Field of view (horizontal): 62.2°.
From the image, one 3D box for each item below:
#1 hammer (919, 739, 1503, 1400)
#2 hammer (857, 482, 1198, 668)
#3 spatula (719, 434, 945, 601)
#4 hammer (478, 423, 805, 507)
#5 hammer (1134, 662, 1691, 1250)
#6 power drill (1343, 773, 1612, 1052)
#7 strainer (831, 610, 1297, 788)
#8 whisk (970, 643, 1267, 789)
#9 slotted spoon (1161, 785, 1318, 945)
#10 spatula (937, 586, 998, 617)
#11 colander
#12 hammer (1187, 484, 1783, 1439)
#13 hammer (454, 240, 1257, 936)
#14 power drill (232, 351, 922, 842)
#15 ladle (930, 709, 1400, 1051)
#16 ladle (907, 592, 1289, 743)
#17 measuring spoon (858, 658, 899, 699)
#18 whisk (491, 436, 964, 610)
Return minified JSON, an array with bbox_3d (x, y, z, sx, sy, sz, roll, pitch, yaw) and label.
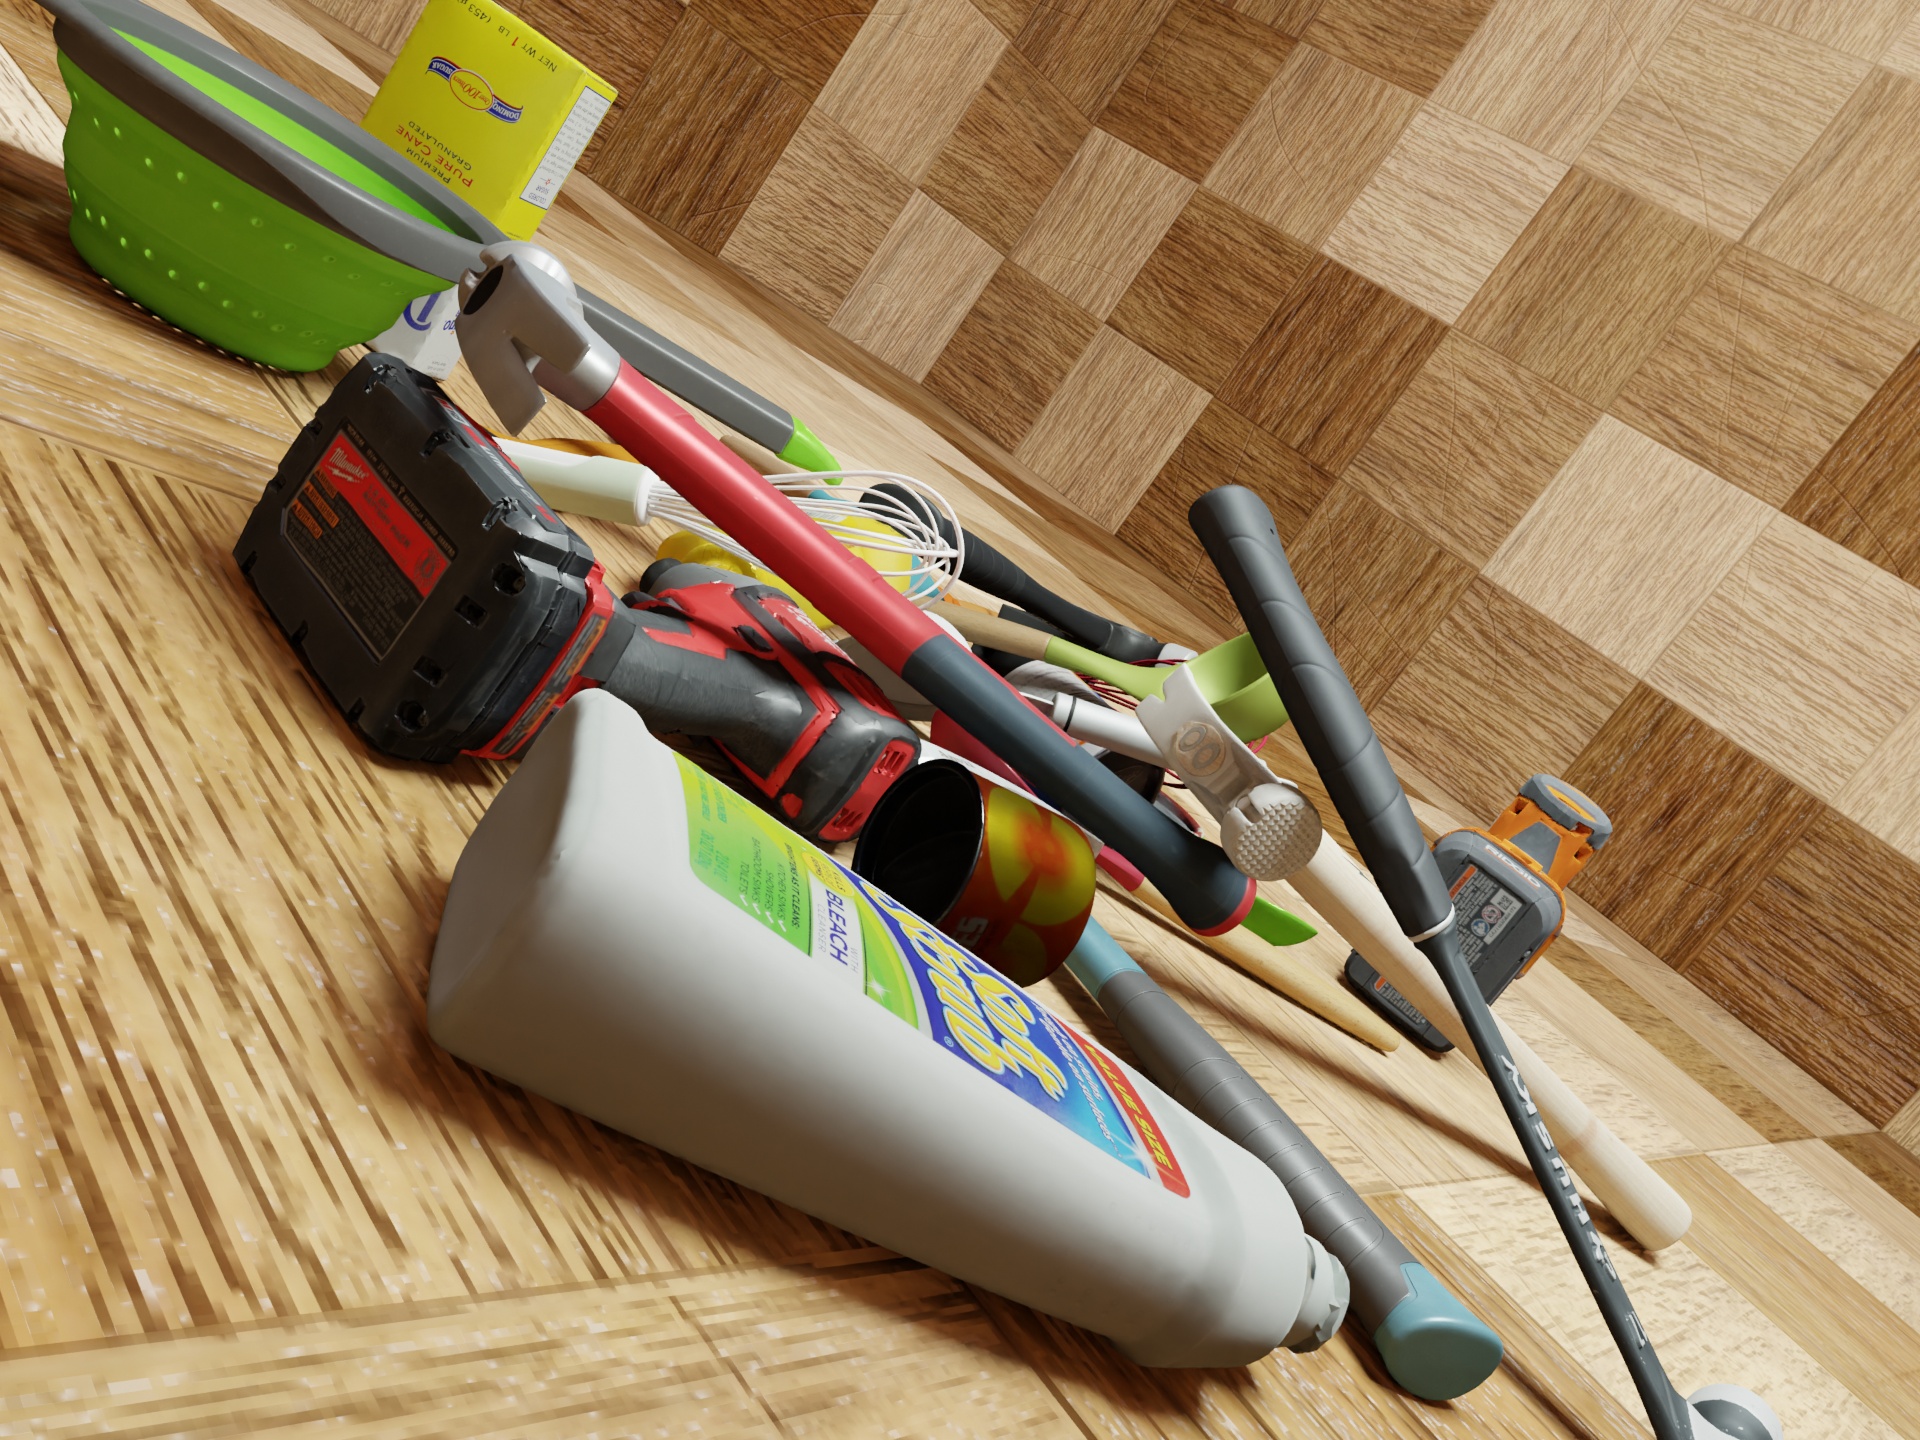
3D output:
[{"bbox_3d":[0.068,0.110,0.592,0.128,0.033,0.331,22,18,-45],"label":"hammer"},{"bbox_3d":[0.030,-0.084,0.984,0.146,0.035,0.334,24,2,29],"label":"hammer"},{"bbox_3d":[-0.109,-0.143,1.069,0.082,0.044,0.318,-1,21,-28],"label":"spatula"},{"bbox_3d":[-0.174,-0.127,0.835,0.127,0.034,0.337,35,12,2],"label":"hammer"},{"bbox_3d":[0.229,0.130,0.755,0.410,0.038,0.146,43,10,-26],"label":"hammer"},{"bbox_3d":[0.318,0.125,0.989,0.084,0.164,0.226,40,25,19],"label":"power drill"},{"bbox_3d":[0.040,-0.007,0.764,0.258,0.050,0.086,18,-27,-3],"label":"strainer"},{"bbox_3d":[0.079,-0.017,0.947,0.073,0.073,0.296,29,-2,-30],"label":"whisk"},{"bbox_3d":[0.129,0.058,0.978,0.070,0.031,0.314,30,11,-25],"label":"slotted spoon"},{"bbox_3d":[-0.006,-0.068,1.104,0.081,0.041,0.322,36,8,12],"label":"spatula"},{"bbox_3d":[-0.235,-0.179,0.706,0.396,0.094,0.205,28,13,-26],"label":"colander"},{"bbox_3d":[0.177,0.090,0.580,0.149,0.036,0.409,9,54,-57],"label":"hammer"},{"bbox_3d":[-0.010,-0.019,0.562,0.386,0.038,0.143,39,7,-31],"label":"hammer"},{"bbox_3d":[-0.116,-0.032,0.537,0.143,0.078,0.219,44,11,30],"label":"power drill"},{"bbox_3d":[0.106,0.090,0.788,0.315,0.031,0.069,34,-5,-20],"label":"ladle"},{"bbox_3d":[0.023,-0.055,0.827,0.320,0.062,0.078,17,37,17],"label":"ladle"},{"bbox_3d":[-0.038,-0.019,0.852,0.034,0.018,0.124,49,8,10],"label":"measuring spoon"},{"bbox_3d":[-0.119,-0.089,0.641,0.246,0.059,0.058,12,19,4],"label":"whisk"}]
